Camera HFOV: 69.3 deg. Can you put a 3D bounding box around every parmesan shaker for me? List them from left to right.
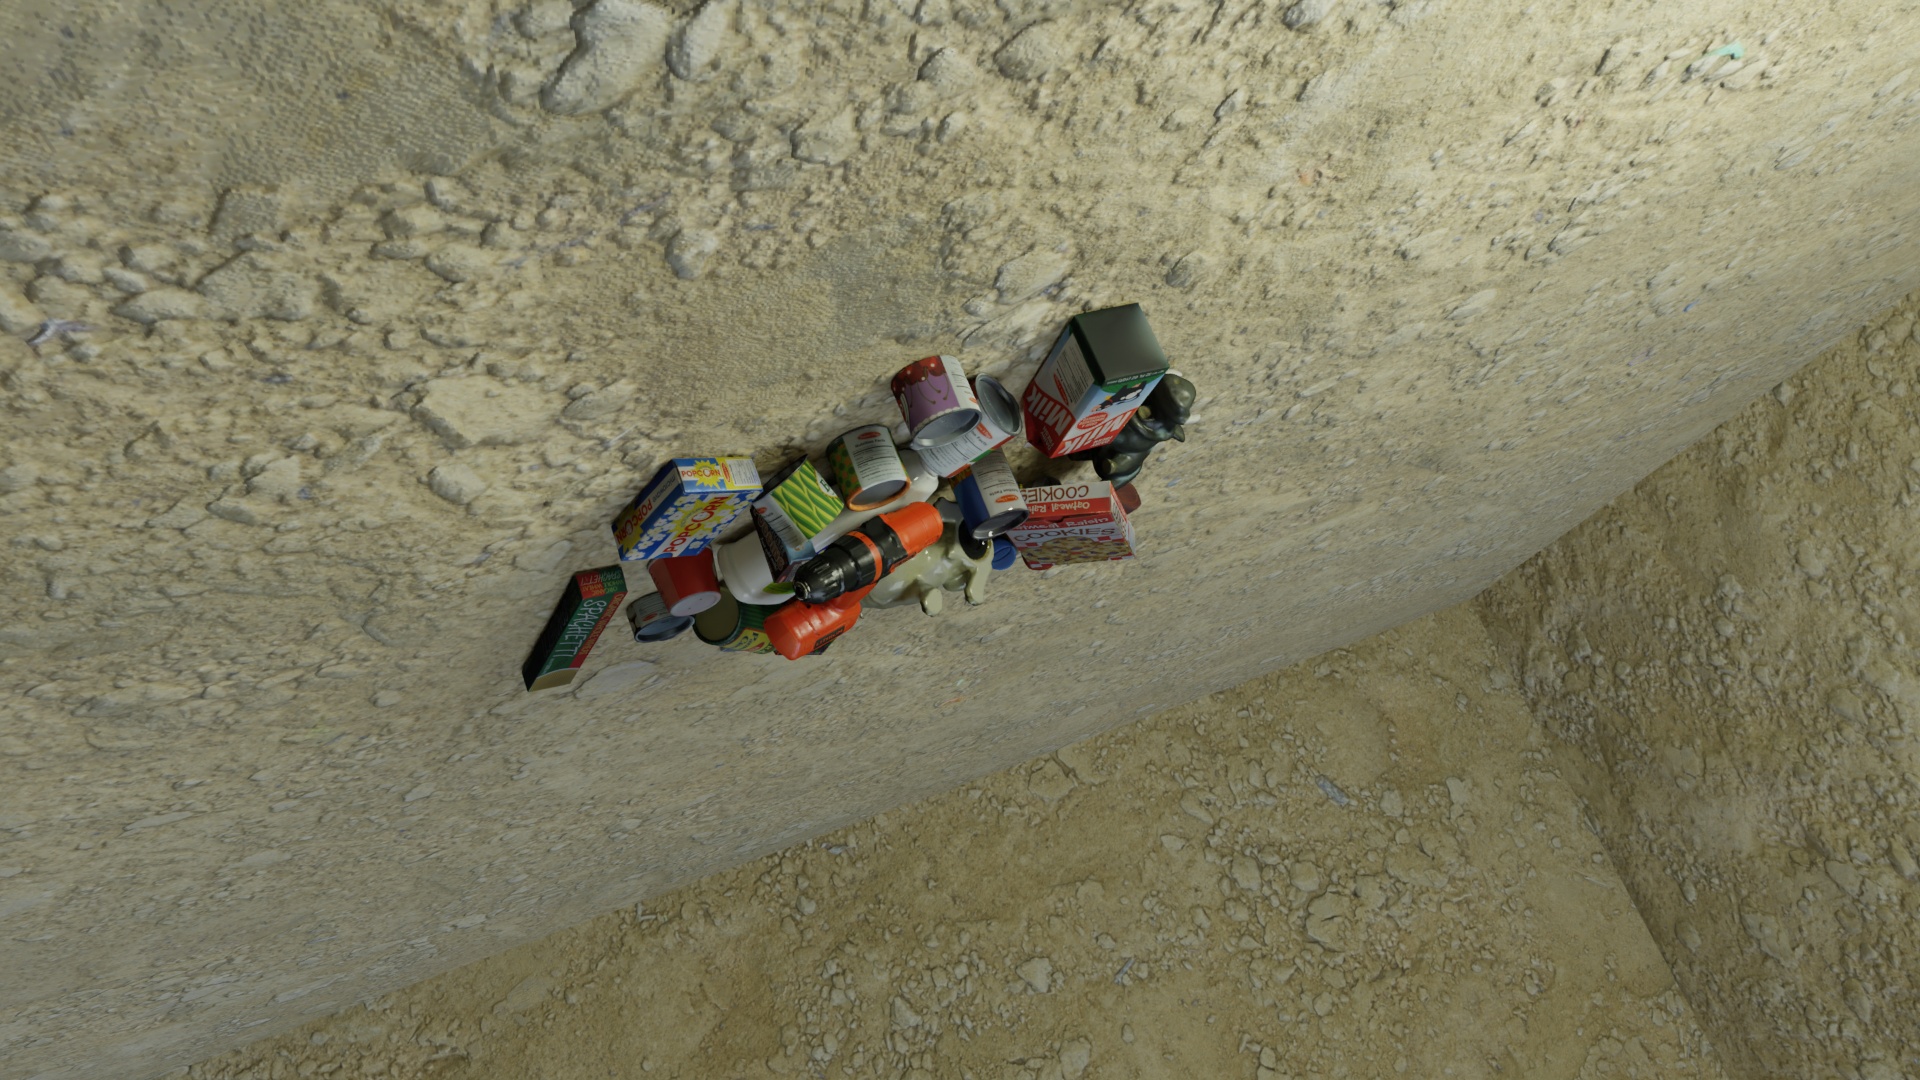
[{"bbox_3d":[-0.249,0.090,1.552,0.071,0.071,0.103,-28,161,16],"label":"parmesan shaker"}]

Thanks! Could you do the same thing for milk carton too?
[{"bbox_3d":[0.119,-0.140,1.321,0.072,0.073,0.189,-15,161,-24],"label":"milk carton"}]

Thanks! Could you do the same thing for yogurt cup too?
[{"bbox_3d":[-0.275,0.041,1.399,0.072,0.054,0.072,-20,161,-7],"label":"yogurt cup"}]

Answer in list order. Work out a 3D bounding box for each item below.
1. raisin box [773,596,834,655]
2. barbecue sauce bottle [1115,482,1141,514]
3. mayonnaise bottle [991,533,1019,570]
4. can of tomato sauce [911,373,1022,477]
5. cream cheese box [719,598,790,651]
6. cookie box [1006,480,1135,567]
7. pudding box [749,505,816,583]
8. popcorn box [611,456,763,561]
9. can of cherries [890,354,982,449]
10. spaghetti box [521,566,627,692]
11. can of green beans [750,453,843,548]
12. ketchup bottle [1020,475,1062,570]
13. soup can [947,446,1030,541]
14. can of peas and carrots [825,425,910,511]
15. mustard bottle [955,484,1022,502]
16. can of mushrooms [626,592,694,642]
[{"bbox_3d":[-0.162,0.080,1.620,0.123,0.040,0.086,-49,152,20],"label":"raisin box"},{"bbox_3d":[0.153,-0.024,1.743,0.148,0.044,0.065,-34,159,33],"label":"barbecue sauce bottle"},{"bbox_3d":[0.040,0.010,1.620,0.065,0.041,0.148,-33,-174,0],"label":"mayonnaise bottle"},{"bbox_3d":[0.006,-0.107,1.296,0.083,0.071,0.071,-32,160,28],"label":"can of tomato sauce"},{"bbox_3d":[-0.239,0.102,1.662,0.103,0.024,0.053,-33,160,30],"label":"cream cheese box"},{"bbox_3d":[0.120,-0.015,1.537,0.123,0.040,0.167,-5,161,14],"label":"cookie box"},{"bbox_3d":[-0.171,-0.007,1.338,0.030,0.084,0.049,-8,157,-35],"label":"pudding box"},{"bbox_3d":[-0.248,-0.029,1.257,0.085,0.038,0.126,-6,155,-45],"label":"popcorn box"},{"bbox_3d":[-0.024,-0.122,1.228,0.071,0.058,0.071,-21,163,-7],"label":"can of cherries"},{"bbox_3d":[-0.403,0.096,1.442,0.050,0.029,0.248,-11,159,-35],"label":"spaghetti box"},{"bbox_3d":[-0.150,-0.035,1.281,0.071,0.057,0.071,-36,-165,11],"label":"can of green beans"},{"bbox_3d":[0.097,-0.024,1.653,0.043,0.065,0.148,-4,151,-4],"label":"ketchup bottle"},{"bbox_3d":[0.025,-0.051,1.445,0.071,0.084,0.071,-20,162,-7],"label":"soup can"},{"bbox_3d":[-0.087,-0.066,1.309,0.071,0.059,0.070,-20,162,-7],"label":"can of peas and carrots"},{"bbox_3d":[0.006,-0.020,1.568,0.160,0.049,0.065,-31,163,24],"label":"mustard bottle"},{"bbox_3d":[-0.323,0.082,1.493,0.071,0.033,0.071,-21,162,-7],"label":"can of mushrooms"}]
